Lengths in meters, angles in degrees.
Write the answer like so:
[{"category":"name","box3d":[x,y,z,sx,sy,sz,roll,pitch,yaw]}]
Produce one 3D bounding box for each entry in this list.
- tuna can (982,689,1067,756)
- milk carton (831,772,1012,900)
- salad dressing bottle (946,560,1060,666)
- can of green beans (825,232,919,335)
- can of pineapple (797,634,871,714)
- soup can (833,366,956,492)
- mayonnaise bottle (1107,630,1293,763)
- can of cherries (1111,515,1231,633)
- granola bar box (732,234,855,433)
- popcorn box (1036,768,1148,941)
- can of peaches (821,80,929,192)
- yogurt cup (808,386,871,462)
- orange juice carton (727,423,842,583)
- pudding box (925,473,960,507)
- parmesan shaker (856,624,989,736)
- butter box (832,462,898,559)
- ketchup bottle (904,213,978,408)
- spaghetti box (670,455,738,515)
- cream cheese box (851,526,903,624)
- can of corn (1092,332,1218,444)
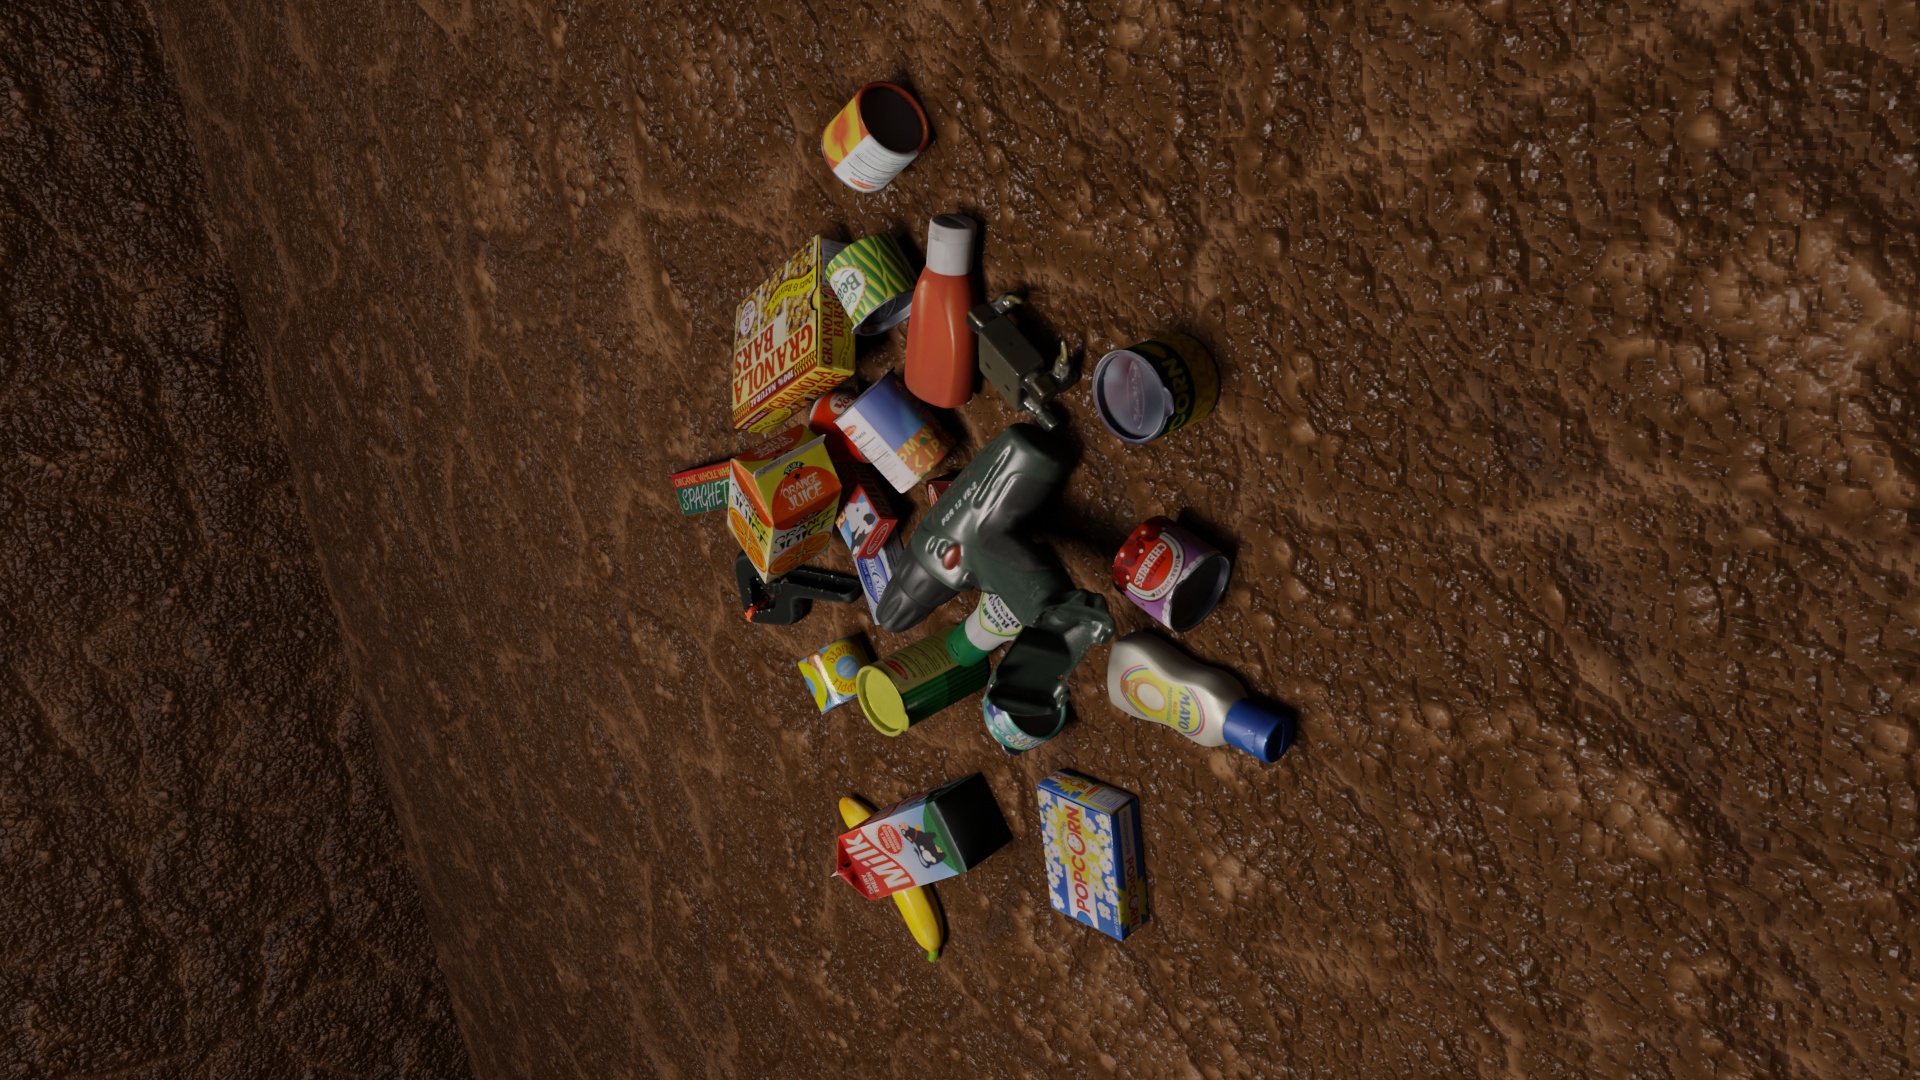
[{"category":"tuna can","box3d":[0.054,0.144,1.171,0.032,0.071,0.071,-39,78,51]},{"category":"milk carton","box3d":[-0.048,0.292,1.345,0.190,0.072,0.073,-29,86,43]},{"category":"salad dressing bottle","box3d":[0.036,0.063,1.172,0.064,0.044,0.147,60,142,13]},{"category":"can of green beans","box3d":[-0.069,-0.210,1.137,0.058,0.071,0.071,60,142,9]},{"category":"can of pineapple","box3d":[-0.120,0.132,1.376,0.070,0.071,0.058,-33,82,52]},{"category":"soup can","box3d":[-0.052,-0.093,1.164,0.083,0.072,0.071,47,143,-8]},{"category":"mayonnaise bottle","box3d":[0.176,0.120,1.035,0.148,0.041,0.064,24,124,42]},{"category":"can of cherries","box3d":[0.149,0.023,0.992,0.058,0.072,0.071,37,134,34]},{"category":"granola bar box","box3d":[-0.150,-0.179,1.231,0.165,0.039,0.124,-25,62,52]},{"category":"popcorn box","box3d":[0.113,0.268,1.191,0.085,0.038,0.126,13,118,45]},{"category":"can of peaches","box3d":[-0.066,-0.316,1.079,0.058,0.071,0.071,-27,88,53]},{"category":"yogurt cup","box3d":[-0.092,-0.099,1.227,0.054,0.073,0.072,13,118,37]},{"category":"orange juice carton","box3d":[-0.157,-0.038,1.237,0.073,0.072,0.192,56,159,13]},{"category":"pudding box","box3d":[0.004,-0.015,1.181,0.049,0.030,0.083,2,110,51]},{"category":"parmesan shaker","box3d":[-0.031,0.125,1.235,0.071,0.103,0.071,27,128,41]},{"category":"butter box","box3d":[-0.096,-0.037,1.266,0.053,0.024,0.104,-56,48,33]},{"category":"ketchup bottle","box3d":[-0.012,-0.183,1.102,0.065,0.044,0.148,36,133,38]},{"category":"spaghetti box","box3d":[-0.226,-0.063,1.433,0.249,0.029,0.050,-6,104,51]},{"category":"cream cheese box","box3d":[-0.072,0.026,1.300,0.053,0.024,0.103,-8,102,51]},{"category":"can of corn","box3d":[0.136,-0.105,0.951,0.071,0.058,0.070,26,127,40]}]
